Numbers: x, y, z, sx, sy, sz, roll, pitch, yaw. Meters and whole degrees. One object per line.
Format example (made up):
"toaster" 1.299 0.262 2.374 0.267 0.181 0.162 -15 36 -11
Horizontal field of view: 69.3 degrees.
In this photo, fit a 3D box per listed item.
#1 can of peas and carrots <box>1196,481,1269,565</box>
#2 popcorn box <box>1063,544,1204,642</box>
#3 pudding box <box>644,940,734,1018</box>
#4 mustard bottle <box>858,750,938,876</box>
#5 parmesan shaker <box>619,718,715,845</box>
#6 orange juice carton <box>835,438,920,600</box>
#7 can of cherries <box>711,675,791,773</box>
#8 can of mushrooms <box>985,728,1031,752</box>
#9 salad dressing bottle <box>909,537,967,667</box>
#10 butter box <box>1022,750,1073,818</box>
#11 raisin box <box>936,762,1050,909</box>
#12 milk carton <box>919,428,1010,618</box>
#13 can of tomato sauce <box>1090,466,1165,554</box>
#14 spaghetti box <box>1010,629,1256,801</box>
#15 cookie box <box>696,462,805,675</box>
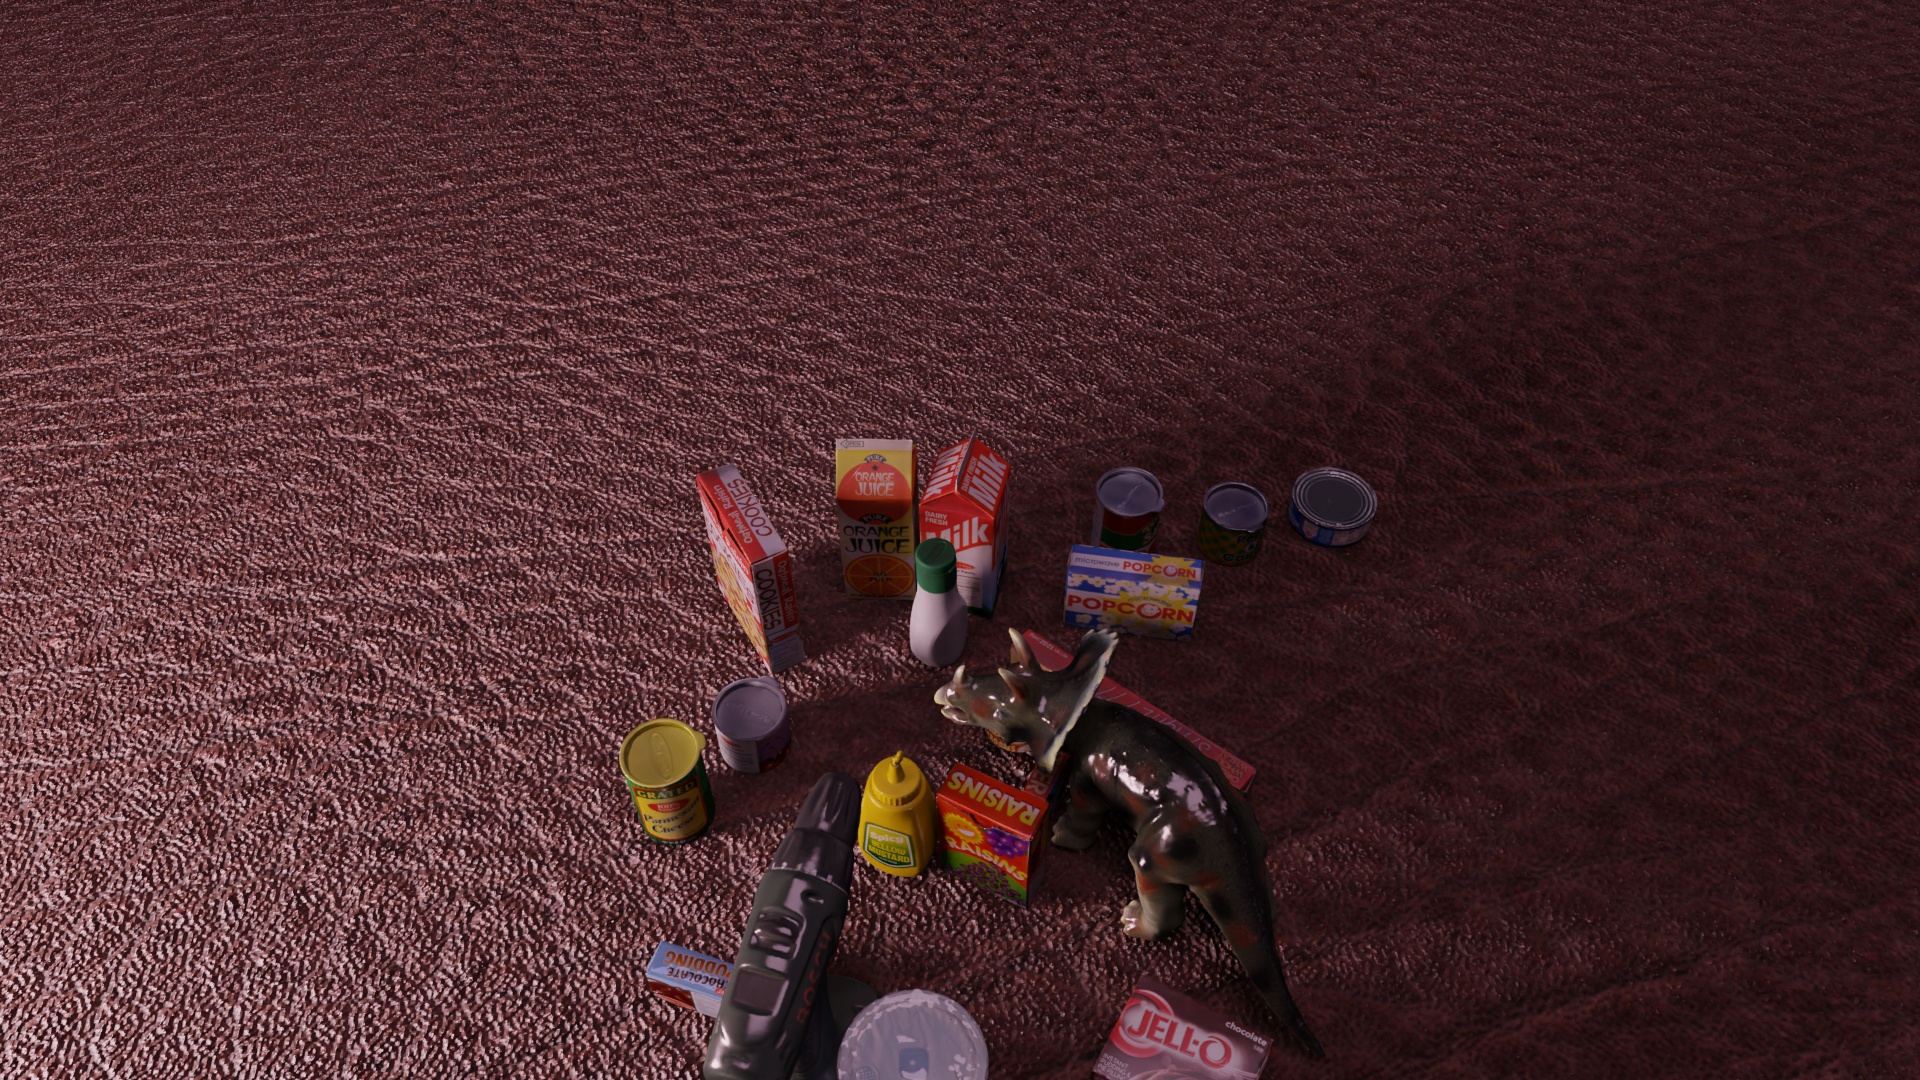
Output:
"can of peas and carrots" 0.276 -0.015 1.401 0.071 0.058 0.071 0 49 0
"popcorn box" 0.164 0.050 1.327 0.127 0.084 0.038 7 50 6
"pudding box" -0.202 0.349 1.092 0.084 0.049 0.030 14 51 12
"mustard bottle" -0.052 0.218 1.133 0.065 0.159 0.049 14 51 12
"parmesan shaker" -0.244 0.206 1.181 0.071 0.102 0.072 0 49 0
"orange juice carton" -0.077 -0.030 1.326 0.072 0.191 0.073 1 49 1
"can of cherries" -0.184 0.165 1.246 0.071 0.058 0.072 0 49 0
"can of mushrooms" 0.052 0.159 1.267 0.071 0.033 0.071 0 49 0
"salad dressing bottle" -0.021 0.058 1.280 0.044 0.146 0.064 28 55 22
"butter box" 0.084 0.199 1.220 0.024 0.052 0.104 20 52 17
"raisin box" 0.026 0.243 1.135 0.086 0.122 0.040 22 53 18
"milk carton" 0.005 -0.017 1.316 0.073 0.189 0.073 10 50 9
"can of tomato sauce" 0.168 -0.021 1.390 0.071 0.082 0.071 0 49 0
"spaghetti box" 0.152 0.163 1.252 0.250 0.050 0.029 31 56 24
"cookie box" -0.195 0.028 1.293 0.040 0.166 0.123 -24 53 -19
